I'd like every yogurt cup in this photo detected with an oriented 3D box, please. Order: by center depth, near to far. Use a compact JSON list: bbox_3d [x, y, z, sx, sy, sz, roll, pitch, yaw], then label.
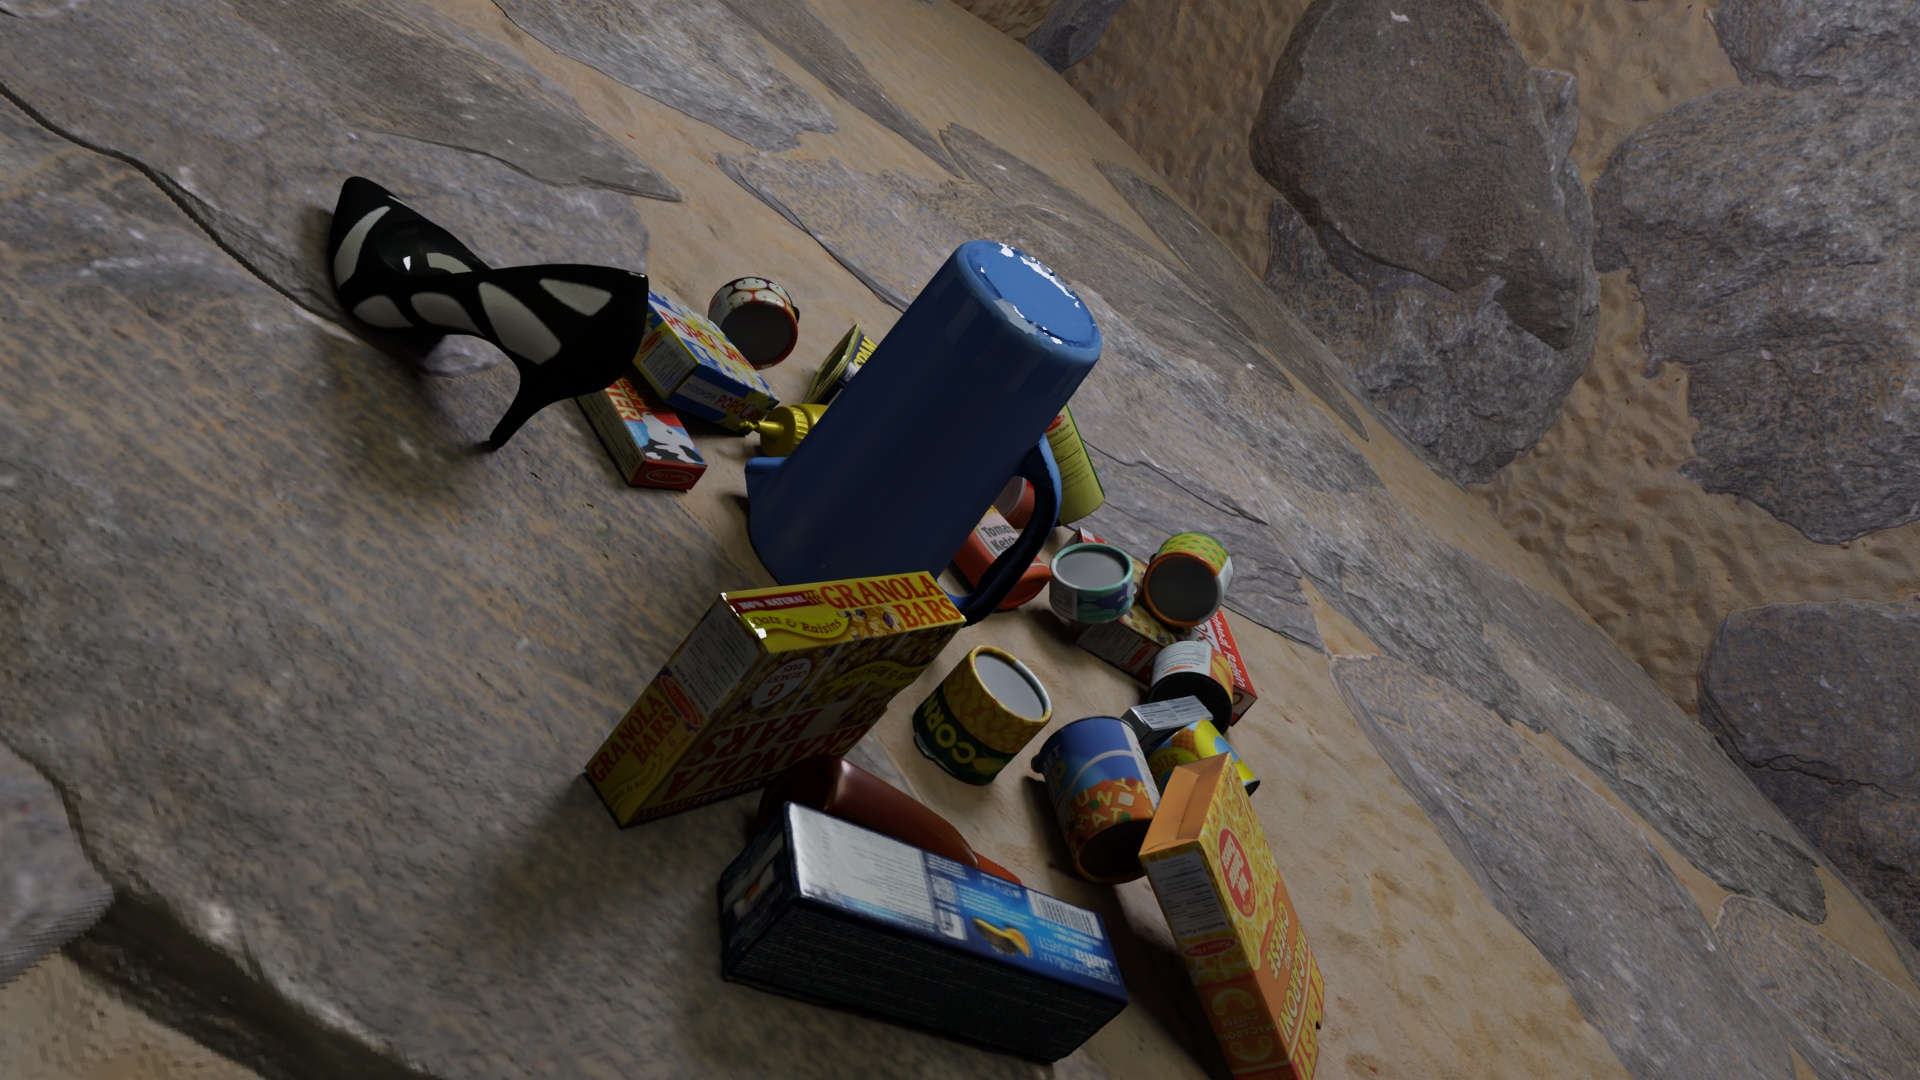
[{"bbox_3d":[0.037,-0.041,1.145,0.054,0.072,0.072,21,29,-54],"label":"yogurt cup"}]

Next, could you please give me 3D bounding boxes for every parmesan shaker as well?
[{"bbox_3d":[0.074,-0.069,1.201,0.071,0.071,0.102,-70,139,-65],"label":"parmesan shaker"}]

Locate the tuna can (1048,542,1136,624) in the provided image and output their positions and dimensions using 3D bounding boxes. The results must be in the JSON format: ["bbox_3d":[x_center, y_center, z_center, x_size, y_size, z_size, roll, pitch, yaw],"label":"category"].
[{"bbox_3d":[0.104,0.032,1.078,0.071,0.032,0.071,-2,34,1],"label":"tuna can"}]

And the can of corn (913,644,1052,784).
[{"bbox_3d":[0.013,0.107,0.858,0.071,0.058,0.071,33,24,-17],"label":"can of corn"}]

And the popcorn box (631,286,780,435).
[{"bbox_3d":[-0.185,-0.123,0.946,0.085,0.038,0.126,48,8,16],"label":"popcorn box"}]

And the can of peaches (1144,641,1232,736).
[{"bbox_3d":[0.178,0.120,1.075,0.071,0.071,0.058,39,23,-5],"label":"can of peaches"}]

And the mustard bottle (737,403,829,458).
[{"bbox_3d":[-0.096,-0.069,1.011,0.160,0.048,0.065,12,35,-48],"label":"mustard bottle"}]

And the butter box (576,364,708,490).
[{"bbox_3d":[-0.208,-0.077,0.888,0.053,0.024,0.104,5,42,-54],"label":"butter box"}]

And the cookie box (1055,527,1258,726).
[{"bbox_3d":[0.162,0.073,1.164,0.167,0.040,0.123,29,26,-22],"label":"cookie box"}]

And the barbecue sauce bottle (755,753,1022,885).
[{"bbox_3d":[-0.029,0.159,0.707,0.148,0.064,0.044,36,44,-32],"label":"barbecue sauce bottle"}]

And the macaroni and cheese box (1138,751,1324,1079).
[{"bbox_3d":[0.164,0.226,0.817,0.166,0.040,0.124,66,23,-7],"label":"macaroni and cheese box"}]

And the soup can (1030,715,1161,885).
[{"bbox_3d":[0.088,0.163,0.869,0.071,0.071,0.084,26,28,-31],"label":"soup can"}]

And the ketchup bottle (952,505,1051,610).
[{"bbox_3d":[0.004,-0.013,1.071,0.065,0.043,0.149,-7,52,-52],"label":"ketchup bottle"}]

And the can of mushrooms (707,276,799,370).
[{"bbox_3d":[-0.156,-0.165,1.064,0.071,0.070,0.033,25,29,-33],"label":"can of mushrooms"}]

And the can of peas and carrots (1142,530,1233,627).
[{"bbox_3d":[0.184,0.031,1.137,0.071,0.070,0.059,42,25,3],"label":"can of peas and carrots"}]

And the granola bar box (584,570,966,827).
[{"bbox_3d":[-0.085,0.074,0.686,0.039,0.123,0.166,50,25,20],"label":"granola bar box"}]

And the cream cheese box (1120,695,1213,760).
[{"bbox_3d":[0.137,0.140,0.992,0.024,0.053,0.104,50,25,25],"label":"cream cheese box"}]

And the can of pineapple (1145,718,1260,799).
[{"bbox_3d":[0.165,0.167,0.972,0.058,0.070,0.071,51,25,23],"label":"can of pineapple"}]
